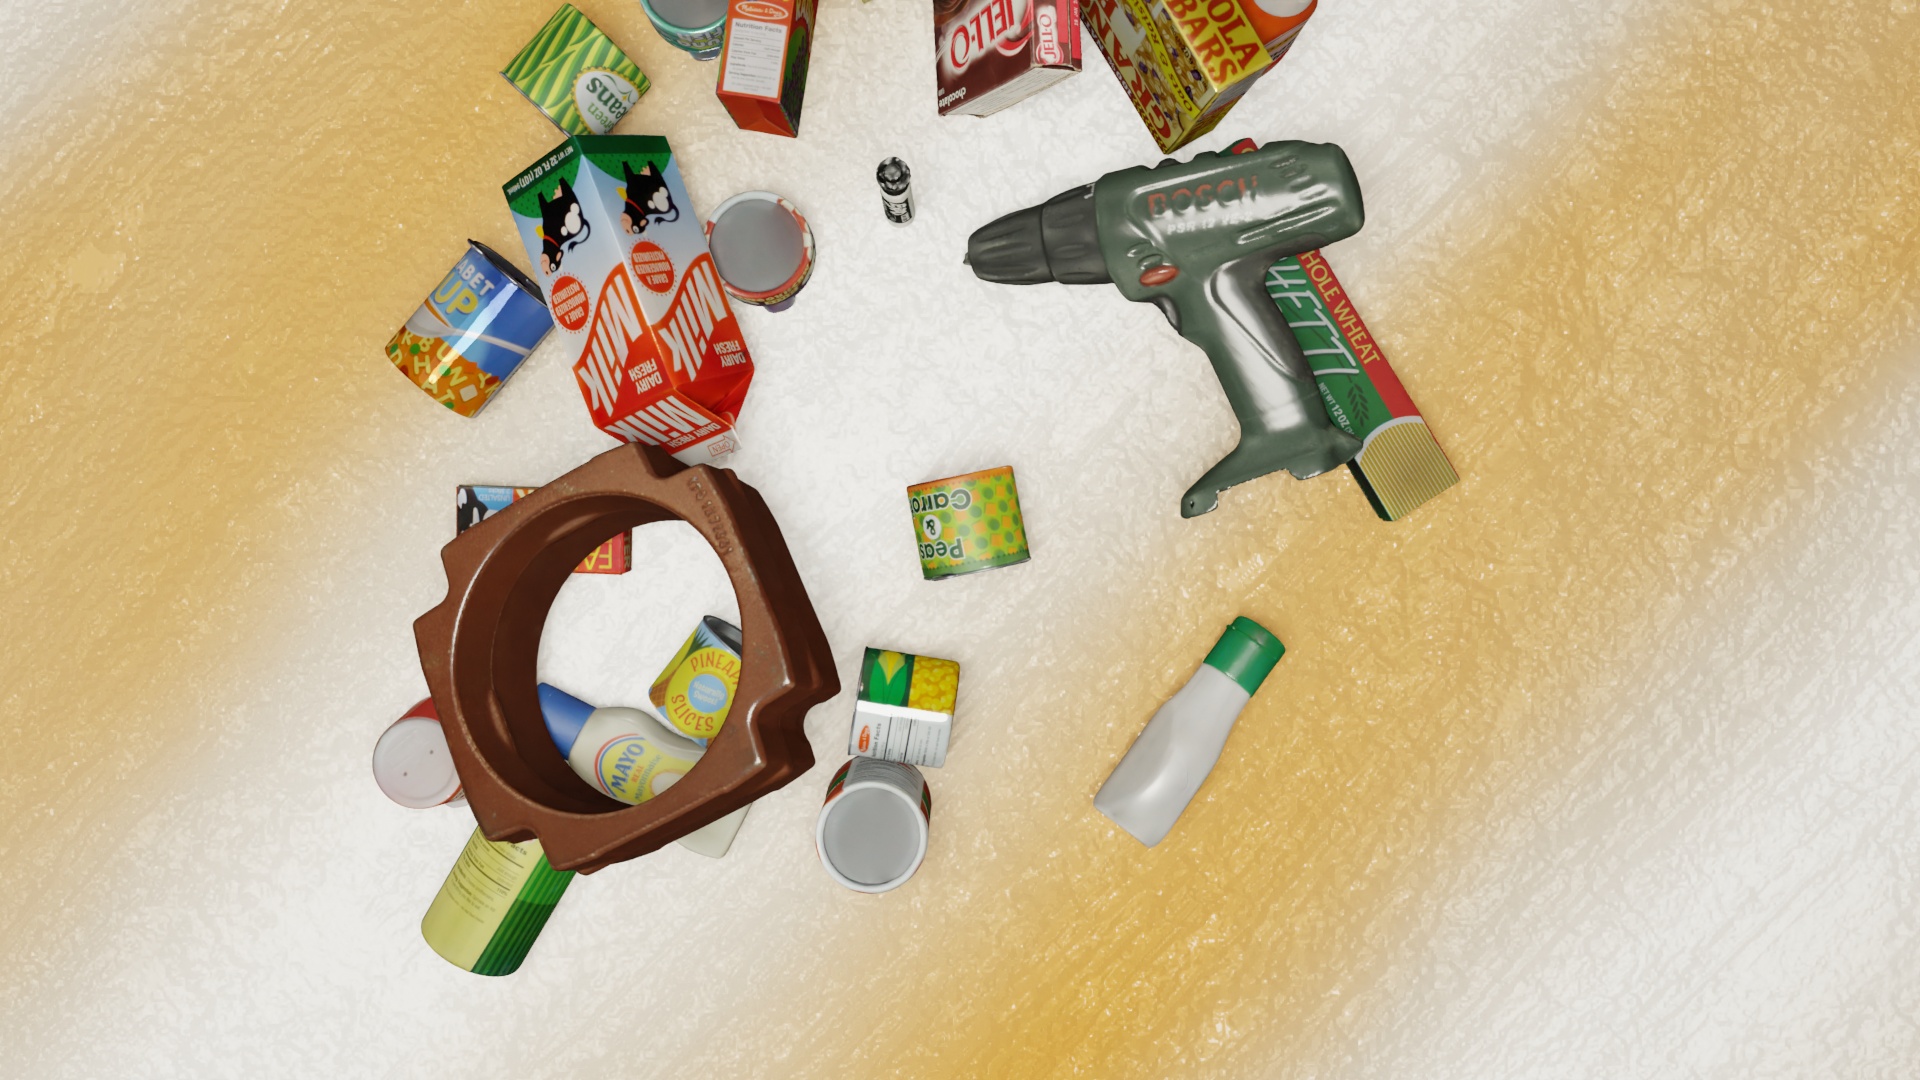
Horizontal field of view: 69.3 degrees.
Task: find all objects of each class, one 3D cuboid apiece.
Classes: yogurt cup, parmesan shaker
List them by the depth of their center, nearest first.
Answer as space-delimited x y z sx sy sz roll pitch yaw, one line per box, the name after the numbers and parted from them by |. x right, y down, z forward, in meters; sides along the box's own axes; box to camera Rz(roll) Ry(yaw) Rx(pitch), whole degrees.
-0.271 0.198 0.836 0.071 0.071 0.103 31 92 -2 | parmesan shaker
-0.317 0.129 0.837 0.072 0.054 0.072 0 92 -1 | yogurt cup

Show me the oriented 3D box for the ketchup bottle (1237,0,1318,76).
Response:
0.172 -0.300 0.782 0.065 0.149 0.043 -32 91 1 | ketchup bottle

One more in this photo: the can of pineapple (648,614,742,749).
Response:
-0.144 0.087 0.830 0.071 0.071 0.058 37 92 -2 | can of pineapple

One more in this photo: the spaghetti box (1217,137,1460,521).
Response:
0.217 -0.128 0.849 0.050 0.029 0.250 -32 92 1 | spaghetti box

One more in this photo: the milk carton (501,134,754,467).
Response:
-0.184 -0.133 0.808 0.072 0.074 0.190 -18 93 35 | milk carton

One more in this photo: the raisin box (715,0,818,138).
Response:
-0.108 -0.307 0.808 0.040 0.086 0.123 8 92 1 | raisin box

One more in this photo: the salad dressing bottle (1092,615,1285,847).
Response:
0.141 0.114 0.843 0.044 0.064 0.148 38 84 -10 | salad dressing bottle

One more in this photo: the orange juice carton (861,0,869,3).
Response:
-0.041 -0.371 0.753 0.073 0.193 0.072 -26 92 0 | orange juice carton

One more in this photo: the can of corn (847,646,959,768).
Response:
-0.034 0.099 0.836 0.058 0.071 0.071 9 92 -2 | can of corn

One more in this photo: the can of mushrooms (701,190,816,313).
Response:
-0.120 -0.174 0.839 0.071 0.033 0.071 0 92 -2 | can of mushrooms

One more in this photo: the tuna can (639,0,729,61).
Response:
-0.159 -0.328 0.833 0.071 0.033 0.071 0 92 -1 | tuna can

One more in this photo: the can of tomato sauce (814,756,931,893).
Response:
-0.051 0.169 0.828 0.071 0.083 0.071 0 92 -1 | can of tomato sauce

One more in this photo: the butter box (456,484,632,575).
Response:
-0.254 -0.007 0.847 0.103 0.024 0.053 2 92 -1 | butter box

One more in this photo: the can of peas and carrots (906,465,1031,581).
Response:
0.003 -0.010 0.829 0.071 0.071 0.058 -11 92 0 | can of peas and carrots

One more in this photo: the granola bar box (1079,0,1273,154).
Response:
0.102 -0.314 0.791 0.039 0.124 0.165 -32 92 -4 | granola bar box

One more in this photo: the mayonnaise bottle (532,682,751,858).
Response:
-0.197 0.135 0.845 0.148 0.041 0.064 27 93 -2 | mayonnaise bottle

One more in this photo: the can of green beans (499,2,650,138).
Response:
-0.226 -0.271 0.817 0.071 0.071 0.058 43 91 -2 | can of green beans

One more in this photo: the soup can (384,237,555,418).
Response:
-0.288 -0.125 0.820 0.071 0.071 0.084 41 91 -2 | soup can
